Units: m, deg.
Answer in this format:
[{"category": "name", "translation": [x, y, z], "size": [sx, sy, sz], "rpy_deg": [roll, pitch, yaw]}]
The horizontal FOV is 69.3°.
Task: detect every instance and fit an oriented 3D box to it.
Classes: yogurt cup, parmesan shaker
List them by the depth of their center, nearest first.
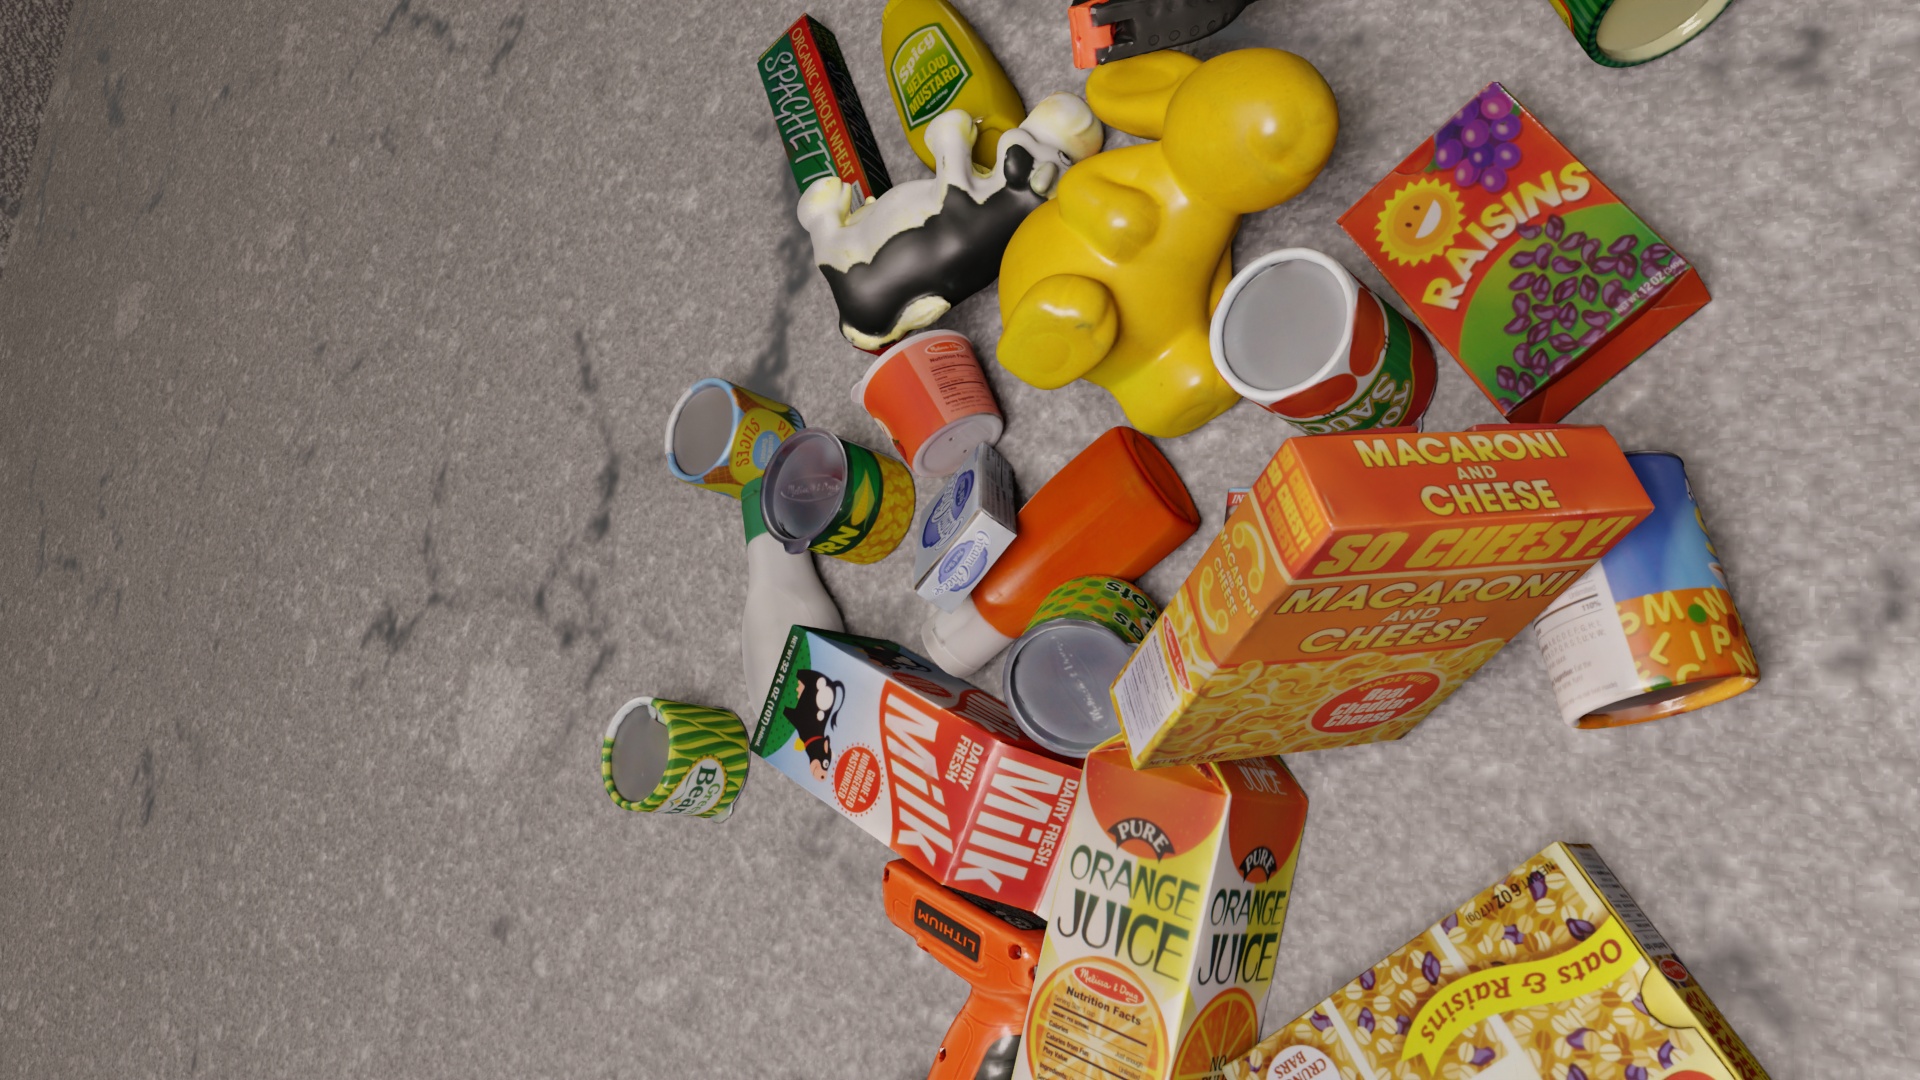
[{"category": "parmesan shaker", "translation": [0.257, -0.250, 0.559], "size": [0.071, 0.071, 0.103], "rpy_deg": [-34, 58, 28]}, {"category": "yogurt cup", "translation": [-0.013, -0.070, 0.737], "size": [0.072, 0.072, 0.054], "rpy_deg": [-41, 63, 24]}]

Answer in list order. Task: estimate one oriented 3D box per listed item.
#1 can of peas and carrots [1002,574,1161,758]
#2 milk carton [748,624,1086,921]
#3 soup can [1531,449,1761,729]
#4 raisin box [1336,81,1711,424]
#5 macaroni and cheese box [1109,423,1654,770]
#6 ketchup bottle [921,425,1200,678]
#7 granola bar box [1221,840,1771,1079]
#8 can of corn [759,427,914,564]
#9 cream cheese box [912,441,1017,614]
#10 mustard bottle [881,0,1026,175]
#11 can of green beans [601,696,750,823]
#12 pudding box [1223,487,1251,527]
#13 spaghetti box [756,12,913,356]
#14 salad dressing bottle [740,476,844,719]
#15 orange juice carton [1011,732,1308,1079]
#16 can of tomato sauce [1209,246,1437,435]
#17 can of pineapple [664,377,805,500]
[{"category": "can of peas and carrots", "translation": [0.060, 0.054, 0.625], "size": [0.071, 0.059, 0.070], "rpy_deg": [6, 110, 15]}, {"category": "milk carton", "translation": [-0.010, 0.109, 0.673], "size": [0.191, 0.073, 0.072], "rpy_deg": [25, 97, 41]}, {"category": "soup can", "translation": [0.241, 0.019, 0.500], "size": [0.071, 0.071, 0.084], "rpy_deg": [-24, 64, 33]}, {"category": "raisin box", "translation": [0.225, -0.116, 0.568], "size": [0.086, 0.040, 0.124], "rpy_deg": [-43, 53, 23]}, {"category": "macaroni and cheese box", "translation": [0.139, 0.024, 0.493], "size": [0.165, 0.124, 0.040], "rpy_deg": [114, 147, -52]}, {"category": "ketchup bottle", "translation": [0.043, 0.012, 0.678], "size": [0.148, 0.043, 0.065], "rpy_deg": [-41, 62, 24]}, {"category": "granola bar box", "translation": [0.192, 0.206, 0.500], "size": [0.165, 0.039, 0.124], "rpy_deg": [-44, 54, 22]}, {"category": "can of corn", "translation": [-0.068, -0.021, 0.770], "size": [0.071, 0.058, 0.071], "rpy_deg": [-12, 70, 37]}, {"category": "cream cheese box", "translation": [0.002, -0.009, 0.693], "size": [0.053, 0.024, 0.104], "rpy_deg": [-50, 13, 18]}, {"category": "mustard bottle", "translation": [-0.014, -0.276, 0.807], "size": [0.065, 0.049, 0.161], "rpy_deg": [-37, 57, 23]}, {"category": "can of green beans", "translation": [-0.166, 0.126, 0.809], "size": [0.071, 0.058, 0.071], "rpy_deg": [-12, 70, 37]}, {"category": "pudding box", "translation": [0.155, 0.003, 0.597], "size": [0.083, 0.030, 0.050], "rpy_deg": [3, 78, 40]}, {"category": "spaghetti box", "translation": [-0.074, -0.224, 0.855], "size": [0.050, 0.028, 0.251], "rpy_deg": [-36, 57, 27]}, {"category": "salad dressing bottle", "translation": [-0.099, 0.034, 0.791], "size": [0.064, 0.044, 0.148], "rpy_deg": [-30, 59, 32]}, {"category": "orange juice carton", "translation": [0.088, 0.152, 0.581], "size": [0.073, 0.072, 0.192], "rpy_deg": [9, 83, 41]}, {"category": "can of tomato sauce", "translation": [0.154, -0.077, 0.586], "size": [0.071, 0.083, 0.071], "rpy_deg": [-13, 70, 37]}, {"category": "can of pineapple", "translation": [-0.135, -0.059, 0.837], "size": [0.071, 0.058, 0.071], "rpy_deg": [-12, 70, 37]}]
